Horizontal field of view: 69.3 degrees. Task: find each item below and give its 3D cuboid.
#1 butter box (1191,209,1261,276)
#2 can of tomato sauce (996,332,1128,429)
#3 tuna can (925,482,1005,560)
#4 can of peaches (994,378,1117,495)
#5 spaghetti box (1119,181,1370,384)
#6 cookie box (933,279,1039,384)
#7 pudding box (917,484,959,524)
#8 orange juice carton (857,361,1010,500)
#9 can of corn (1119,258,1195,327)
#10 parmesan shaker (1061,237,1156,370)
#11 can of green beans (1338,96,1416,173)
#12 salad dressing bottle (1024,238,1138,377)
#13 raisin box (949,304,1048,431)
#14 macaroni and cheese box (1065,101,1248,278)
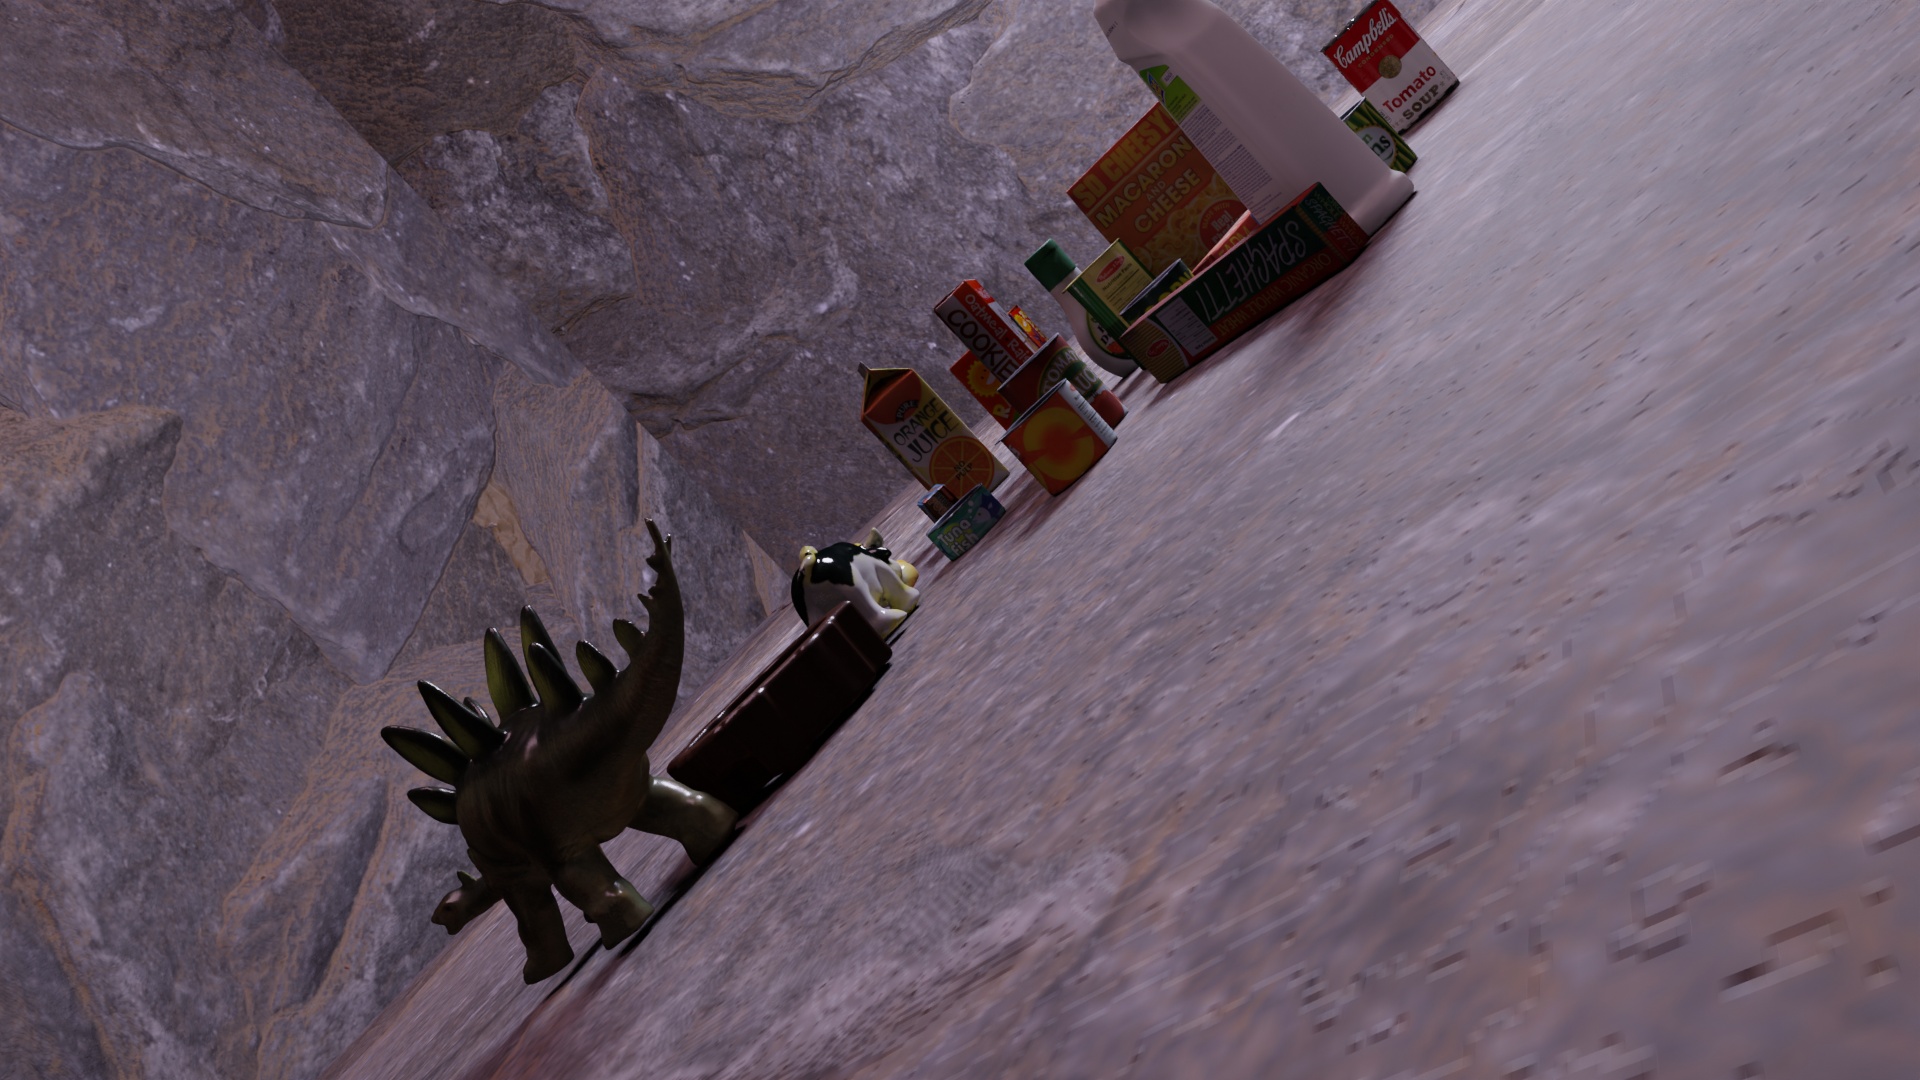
[{"bbox_3d":[0.213,-0.206,1.013,0.104,0.053,0.024,-47,6,-39],"label":"butter box"},{"bbox_3d":[0.081,-0.111,1.089,0.071,0.083,0.071,-43,5,5],"label":"can of tomato sauce"},{"bbox_3d":[0.004,-0.015,1.187,0.071,0.033,0.071,-43,5,5],"label":"tuna can"},{"bbox_3d":[0.070,-0.073,1.008,0.071,0.058,0.071,-43,5,5],"label":"can of peaches"},{"bbox_3d":[0.182,-0.165,0.932,0.029,0.050,0.249,-45,5,-21],"label":"spaghetti box"},{"bbox_3d":[0.050,-0.153,1.203,0.040,0.167,0.123,-43,5,10],"label":"cookie box"},{"bbox_3d":[-0.014,-0.028,1.345,0.030,0.049,0.083,-44,5,-3],"label":"pudding box"},{"bbox_3d":[-0.042,-0.115,1.473,0.073,0.192,0.072,-44,5,-5],"label":"orange juice carton"},{"bbox_3d":[0.172,-0.184,1.119,0.071,0.058,0.071,-43,5,5],"label":"can of corn"},{"bbox_3d":[0.151,-0.210,1.249,0.071,0.103,0.071,-43,5,5],"label":"parmesan shaker"},{"bbox_3d":[0.283,-0.274,0.997,0.071,0.058,0.071,-43,5,5],"label":"can of green beans"},{"bbox_3d":[0.123,-0.225,1.340,0.064,0.147,0.044,-45,5,-14],"label":"salad dressing bottle"},{"bbox_3d":[0.063,-0.150,1.332,0.086,0.123,0.040,-41,5,24],"label":"raisin box"},{"bbox_3d":[0.197,-0.299,1.267,0.123,0.166,0.040,-42,5,17],"label":"macaroni and cheese box"}]
